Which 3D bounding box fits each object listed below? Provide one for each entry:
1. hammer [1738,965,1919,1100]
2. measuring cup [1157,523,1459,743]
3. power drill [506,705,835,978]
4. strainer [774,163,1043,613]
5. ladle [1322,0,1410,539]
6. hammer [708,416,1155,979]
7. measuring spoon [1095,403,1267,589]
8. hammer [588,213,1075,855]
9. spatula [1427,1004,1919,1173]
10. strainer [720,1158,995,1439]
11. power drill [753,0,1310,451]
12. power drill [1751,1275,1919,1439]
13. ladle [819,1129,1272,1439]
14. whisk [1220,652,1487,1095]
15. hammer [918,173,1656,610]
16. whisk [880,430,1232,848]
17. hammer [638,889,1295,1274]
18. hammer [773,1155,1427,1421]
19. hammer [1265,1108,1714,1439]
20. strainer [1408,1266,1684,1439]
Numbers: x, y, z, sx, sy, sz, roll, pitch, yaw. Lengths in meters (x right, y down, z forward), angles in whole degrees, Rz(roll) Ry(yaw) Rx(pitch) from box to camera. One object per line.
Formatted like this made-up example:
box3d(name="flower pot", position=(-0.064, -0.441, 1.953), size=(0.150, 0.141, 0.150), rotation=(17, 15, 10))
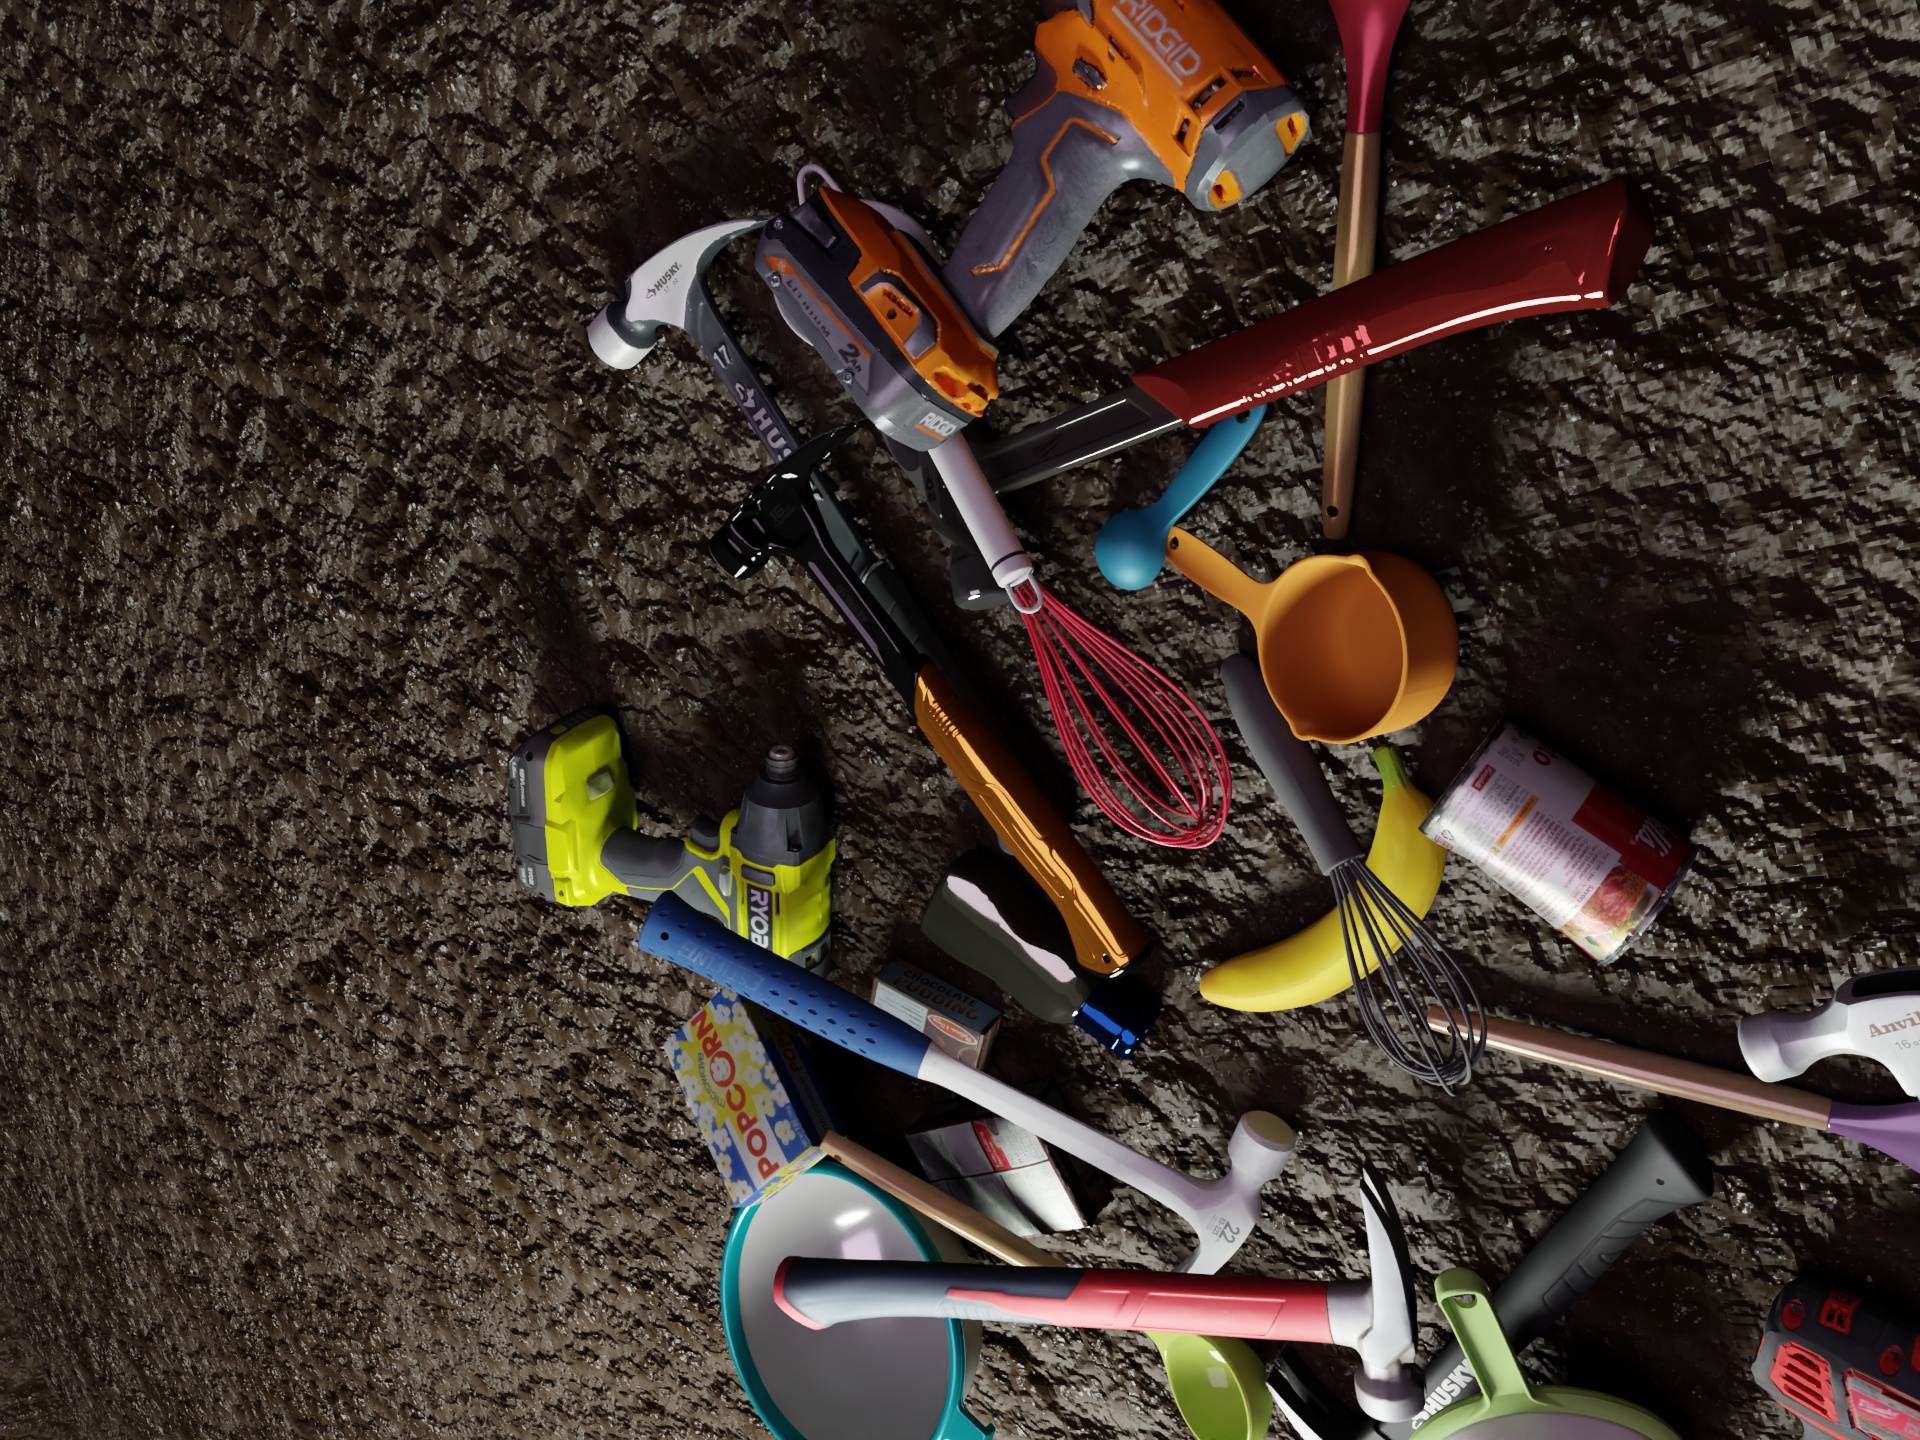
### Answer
box3d(name="hammer", position=(0.483, 0.244, 0.681), size=(0.128, 0.033, 0.331), rotation=(-33, 95, 40))
box3d(name="measuring cup", position=(0.165, -0.057, 0.770), size=(0.174, 0.052, 0.095), rotation=(43, 130, 43))
box3d(name="power drill", position=(-0.186, 0.075, 1.048), size=(0.223, 0.080, 0.171), rotation=(15, 119, 24))
box3d(name="strainer", position=(-0.022, -0.162, 0.789), size=(0.050, 0.087, 0.259), rotation=(91, 153, -72))
box3d(name="ladle", position=(0.173, -0.230, 0.694), size=(0.069, 0.031, 0.315), rotation=(13, 119, 30))
box3d(name="hammer", position=(-0.001, -0.003, 0.869), size=(0.127, 0.034, 0.337), rotation=(-38, 89, 39))
box3d(name="measuring spoon", position=(0.105, -0.116, 0.787), size=(0.128, 0.021, 0.042), rotation=(-51, 54, 35))
box3d(name="hammer", position=(-0.057, -0.097, 0.906), size=(0.149, 0.036, 0.409), rotation=(-32, 92, 38))
box3d(name="spatula", position=(0.378, 0.176, 0.744), size=(0.316, 0.018, 0.059), rotation=(10, 117, 29))
box3d(name="strainer", position=(-0.077, 0.336, 1.095), size=(0.211, 0.095, 0.340), rotation=(-26, 74, 35))
box3d(name="power drill", position=(0.019, -0.250, 0.716), size=(0.226, 0.084, 0.164), rotation=(-39, 77, 15))
box3d(name="power drill", position=(0.439, 0.385, 0.756), size=(0.143, 0.078, 0.219), rotation=(20, 118, 36))
box3d(name="ladle", position=(0.048, 0.348, 0.982), size=(0.320, 0.062, 0.078), rotation=(29, 135, 4))
box3d(name="whisk", position=(0.184, 0.069, 0.771), size=(0.055, 0.055, 0.239), rotation=(-43, 63, 39))
box3d(name="hammer", position=(0.122, -0.165, 0.715), size=(0.359, 0.036, 0.149), rotation=(-16, 79, 39))
box3d(name="whisk", position=(0.044, -0.055, 0.844), size=(0.073, 0.073, 0.296), rotation=(-43, 78, 39))
box3d(name="hammer", position=(-0.014, 0.214, 0.959), size=(0.405, 0.035, 0.144), rotation=(25, 111, 11))
box3d(name="hammer", position=(0.063, 0.320, 0.921), size=(0.386, 0.038, 0.143), rotation=(-6, 104, 23))
box3d(name="hammer", position=(0.291, 0.324, 0.861), size=(0.146, 0.035, 0.334), rotation=(34, 126, 16))
box3d(name="strainer", position=(0.288, 0.379, 0.804), size=(0.151, 0.069, 0.256), rotation=(-17, 121, 20))
